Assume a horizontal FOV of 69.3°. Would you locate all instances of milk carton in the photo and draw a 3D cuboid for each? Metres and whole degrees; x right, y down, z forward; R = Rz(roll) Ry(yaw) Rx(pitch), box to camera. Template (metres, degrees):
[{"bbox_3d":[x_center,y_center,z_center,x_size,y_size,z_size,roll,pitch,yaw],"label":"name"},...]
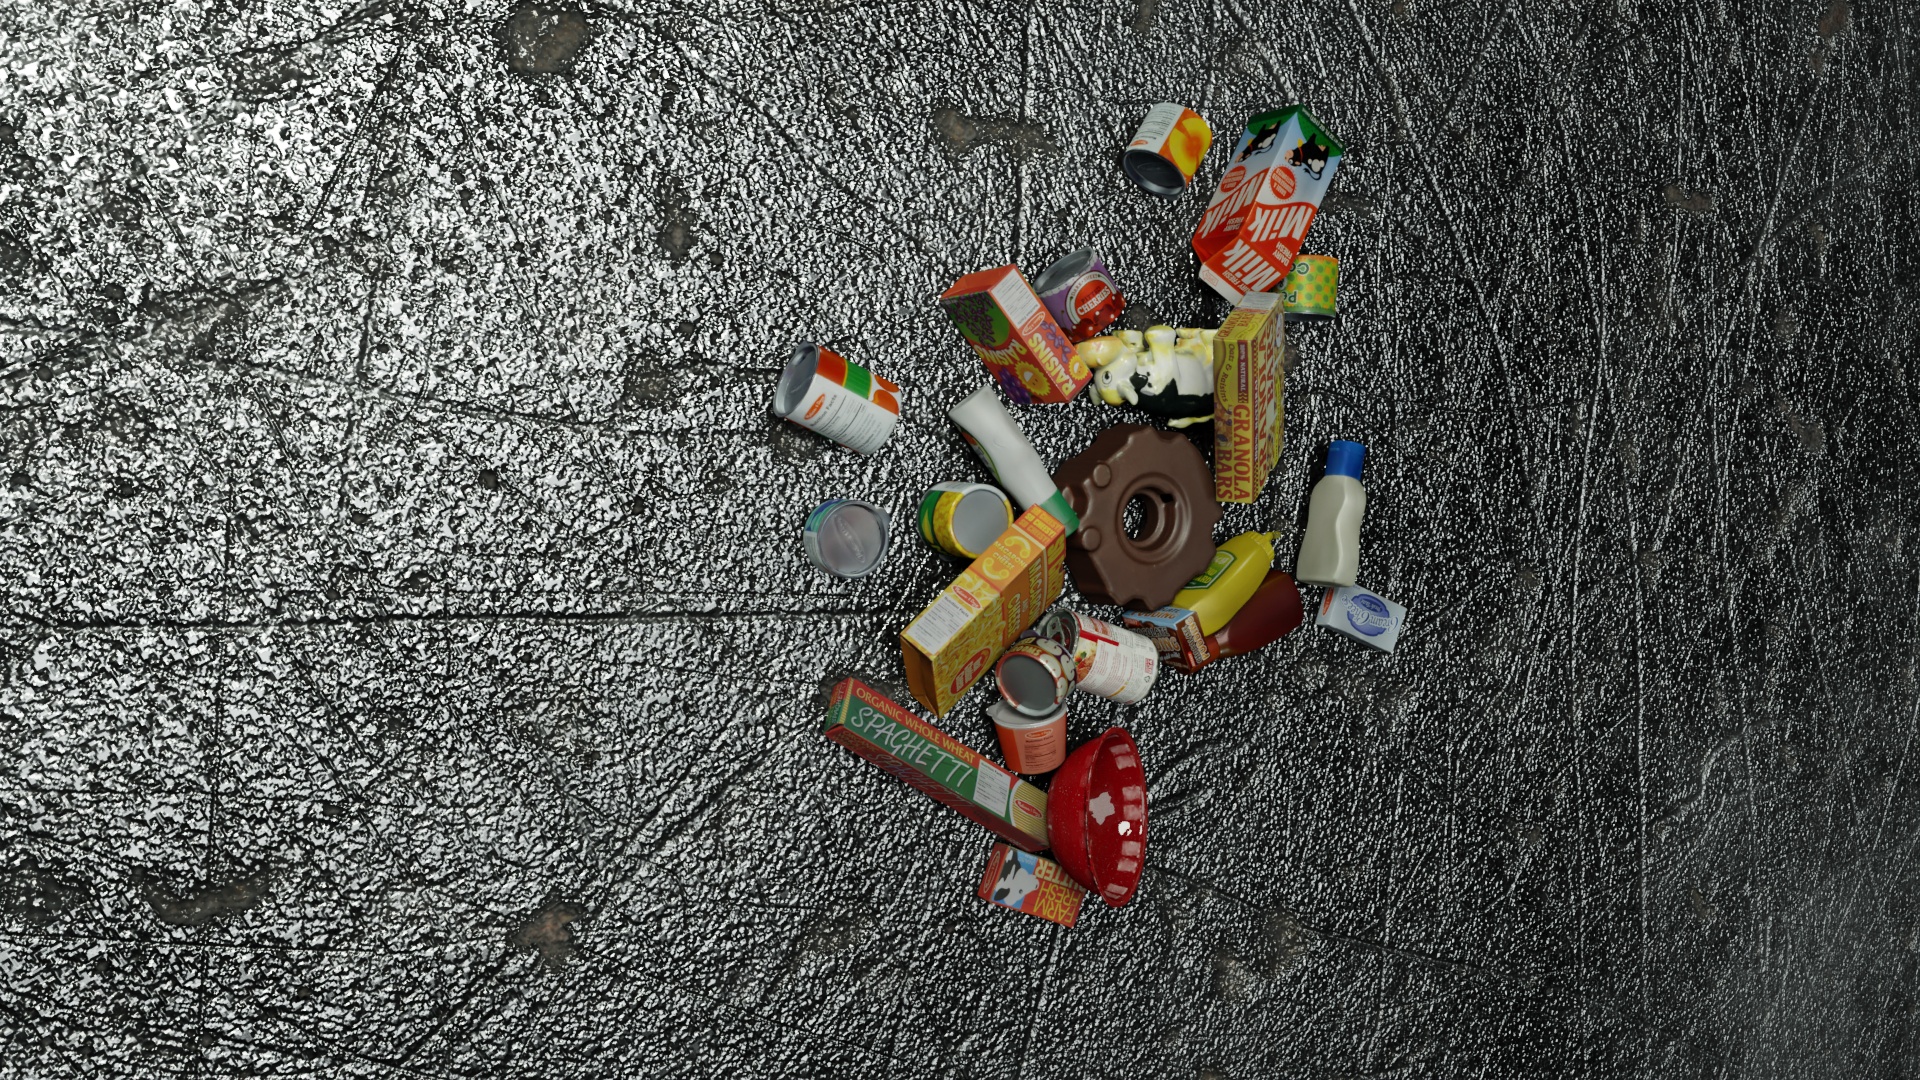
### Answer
[{"bbox_3d":[0.290,-0.317,1.339,0.072,0.073,0.191,31,79,-28],"label":"milk carton"}]

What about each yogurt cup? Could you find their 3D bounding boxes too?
[{"bbox_3d":[0.064,0.174,1.249,0.072,0.072,0.053,-18,111,-28],"label":"yogurt cup"}]

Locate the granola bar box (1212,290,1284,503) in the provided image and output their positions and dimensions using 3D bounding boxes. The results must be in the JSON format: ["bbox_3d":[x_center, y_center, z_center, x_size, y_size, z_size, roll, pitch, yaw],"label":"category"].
[{"bbox_3d":[0.272,-0.135,1.303,0.125,0.039,0.164,-49,139,-51],"label":"granola bar box"}]

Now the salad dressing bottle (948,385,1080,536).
[{"bbox_3d":[0.049,-0.064,1.213,0.044,0.064,0.147,-36,100,0],"label":"salad dressing bottle"}]

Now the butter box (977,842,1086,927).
[{"bbox_3d":[0.069,0.319,1.284,0.103,0.024,0.053,25,80,-29],"label":"butter box"}]

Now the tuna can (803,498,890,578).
[{"bbox_3d":[-0.094,-0.004,1.161,0.071,0.033,0.071,-3,95,-30],"label":"tuna can"}]

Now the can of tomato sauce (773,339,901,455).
[{"bbox_3d":[-0.100,-0.116,1.133,0.083,0.071,0.071,25,81,-30],"label":"can of tomato sauce"}]

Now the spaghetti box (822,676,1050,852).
[{"bbox_3d":[-0.014,0.199,1.213,0.250,0.028,0.050,35,46,-27],"label":"spaghetti box"}]

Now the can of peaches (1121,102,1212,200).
[{"bbox_3d":[0.193,-0.360,1.285,0.071,0.071,0.058,37,75,-27],"label":"can of peaches"}]

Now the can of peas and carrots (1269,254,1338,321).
[{"bbox_3d":[0.338,-0.249,1.376,0.071,0.071,0.058,2,92,-30],"label":"can of peas and carrots"}]

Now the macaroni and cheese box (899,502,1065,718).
[{"bbox_3d":[0.023,0.062,1.189,0.167,0.040,0.123,-44,158,-20],"label":"macaroni and cheese box"}]

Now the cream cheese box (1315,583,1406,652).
[{"bbox_3d":[0.424,0.079,1.473,0.104,0.024,0.053,22,84,-29],"label":"cream cheese box"}]

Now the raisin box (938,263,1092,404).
[{"bbox_3d":[0.048,-0.175,1.201,0.040,0.086,0.123,-48,114,-20],"label":"raisin box"}]

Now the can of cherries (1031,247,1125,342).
[{"bbox_3d":[0.106,-0.218,1.241,0.072,0.071,0.058,-46,114,-19],"label":"can of cherries"}]

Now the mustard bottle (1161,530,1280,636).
[{"bbox_3d":[0.261,0.033,1.355,0.161,0.065,0.048,-39,117,-28],"label":"mustard bottle"}]

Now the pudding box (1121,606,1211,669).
[{"bbox_3d":[0.193,0.088,1.305,0.030,0.083,0.049,-27,107,-26],"label":"pudding box"}]

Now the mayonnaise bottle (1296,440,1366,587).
[{"bbox_3d":[0.385,-0.027,1.423,0.041,0.064,0.148,16,82,-29],"label":"mayonnaise bottle"}]

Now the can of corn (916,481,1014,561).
[{"bbox_3d":[0.004,-0.015,1.203,0.071,0.058,0.071,-2,95,-30],"label":"can of corn"}]

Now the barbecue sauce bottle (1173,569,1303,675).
[{"bbox_3d":[0.271,0.086,1.374,0.149,0.043,0.064,-26,107,-26],"label":"barbecue sauce bottle"}]

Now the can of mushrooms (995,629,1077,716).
[{"bbox_3d":[0.065,0.117,1.219,0.033,0.071,0.071,-37,113,-49],"label":"can of mushrooms"}]
